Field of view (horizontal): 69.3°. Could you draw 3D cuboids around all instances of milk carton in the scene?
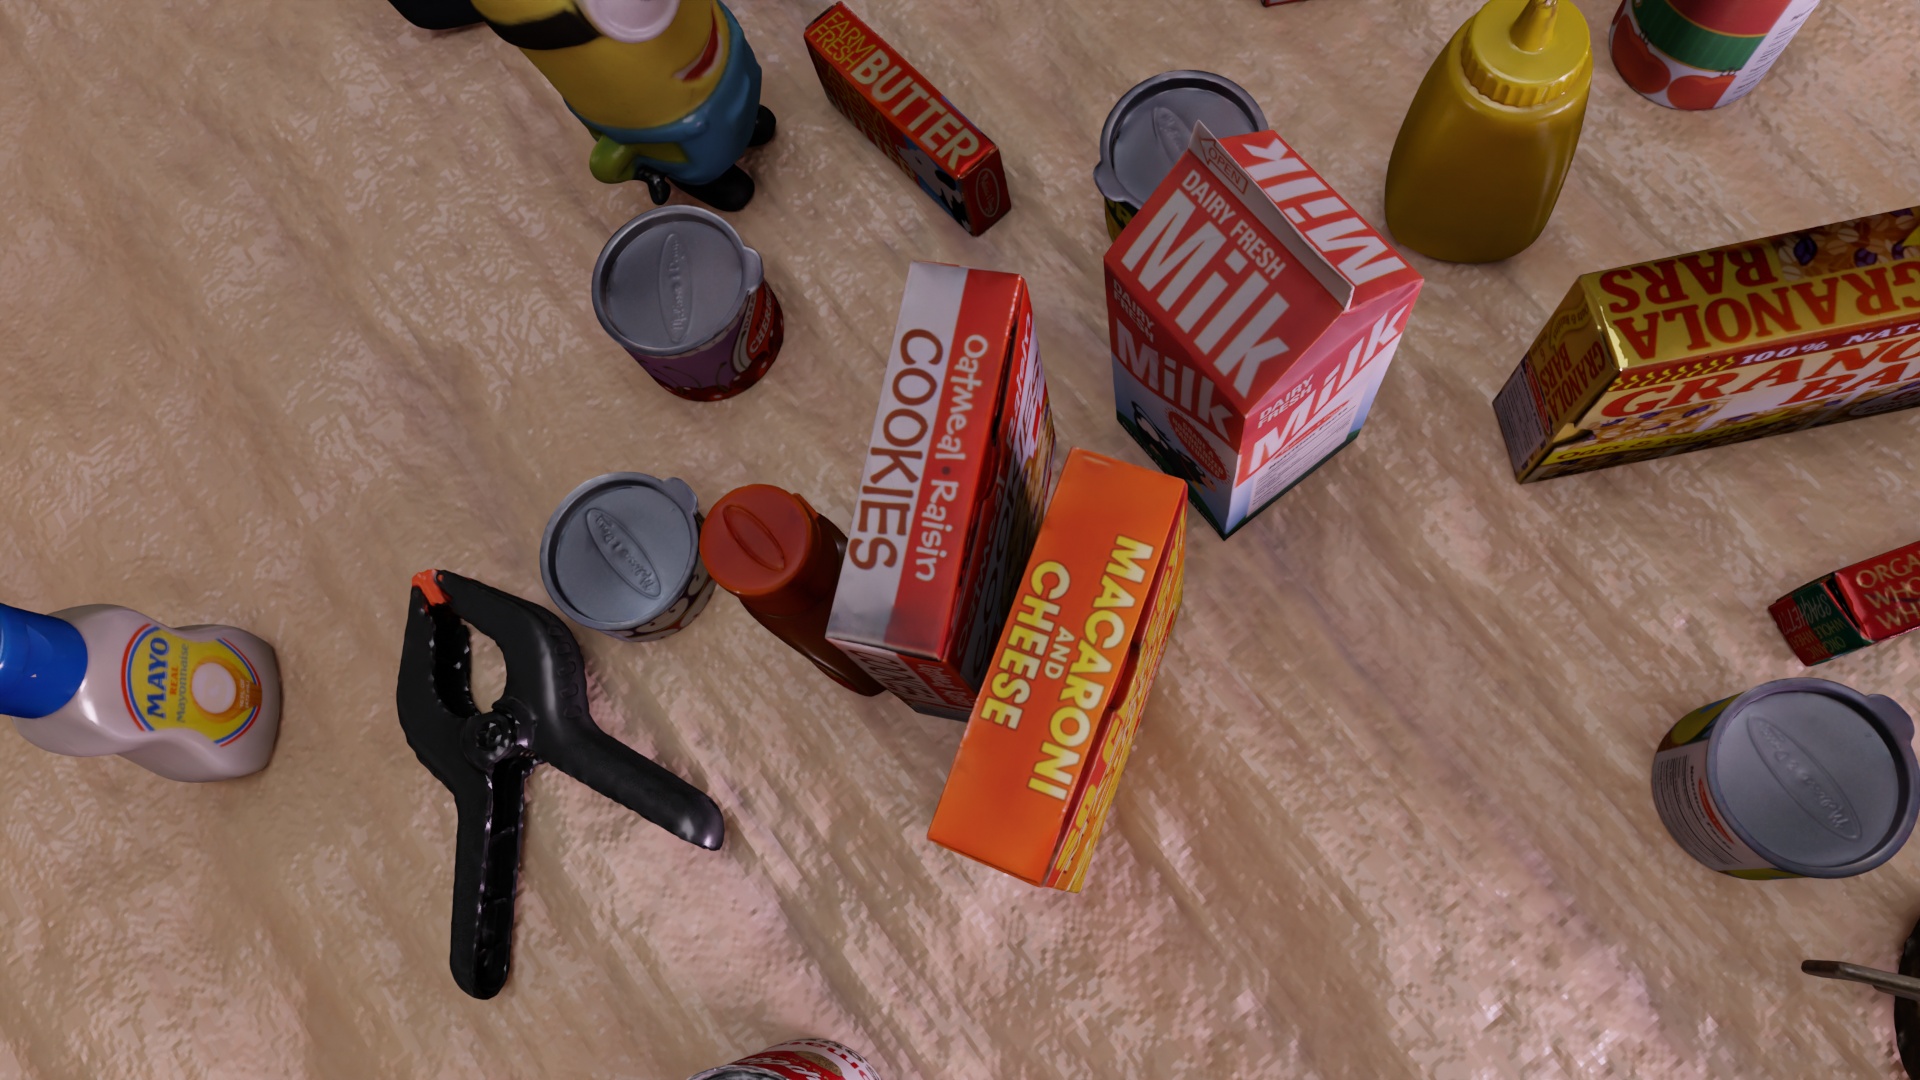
[{"bbox_3d":[0.100,-0.071,0.481,0.073,0.190,0.072,-38,74,-3],"label":"milk carton"}]

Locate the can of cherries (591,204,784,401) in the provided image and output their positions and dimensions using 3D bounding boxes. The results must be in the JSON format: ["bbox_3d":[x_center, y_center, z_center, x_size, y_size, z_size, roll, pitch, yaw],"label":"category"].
[{"bbox_3d":[-0.110,-0.098,0.584,0.071,0.058,0.071,-2,75,7],"label":"can of cherries"}]

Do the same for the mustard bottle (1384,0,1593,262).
[{"bbox_3d":[0.197,-0.155,0.506,0.065,0.160,0.049,12,78,11],"label":"mustard bottle"}]

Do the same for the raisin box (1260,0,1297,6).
[{"bbox_3d":[0.140,-0.296,0.571,0.040,0.123,0.086,-6,75,6],"label":"raisin box"}]

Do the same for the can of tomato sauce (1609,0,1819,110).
[{"bbox_3d":[0.302,-0.222,0.551,0.071,0.083,0.071,-2,75,7],"label":"can of tomato sauce"}]

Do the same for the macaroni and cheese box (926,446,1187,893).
[{"bbox_3d":[0.040,0.053,0.468,0.040,0.166,0.124,19,79,12],"label":"macaroni and cheese box"}]

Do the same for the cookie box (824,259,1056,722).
[{"bbox_3d":[0.002,-0.006,0.488,0.040,0.167,0.123,9,77,10],"label":"cookie box"}]

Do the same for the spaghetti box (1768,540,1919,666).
[{"bbox_3d":[0.421,-0.012,0.496,0.250,0.050,0.029,-20,74,2],"label":"spaghetti box"}]

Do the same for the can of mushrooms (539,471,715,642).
[{"bbox_3d":[-0.133,0.006,0.572,0.071,0.033,0.071,-2,75,7],"label":"can of mushrooms"}]

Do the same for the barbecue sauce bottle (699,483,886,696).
[{"bbox_3d":[-0.053,0.017,0.499,0.044,0.148,0.065,-42,74,-4],"label":"barbecue sauce bottle"}]

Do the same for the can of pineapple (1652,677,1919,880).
[{"bbox_3d":[0.286,0.084,0.483,0.071,0.057,0.071,-2,75,7],"label":"can of pineapple"}]

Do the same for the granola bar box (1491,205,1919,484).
[{"bbox_3d":[0.289,-0.069,0.490,0.165,0.124,0.039,-11,74,4],"label":"granola bar box"}]

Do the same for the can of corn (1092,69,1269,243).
[{"bbox_3d":[0.089,-0.147,0.572,0.071,0.058,0.071,-2,75,7],"label":"can of corn"}]

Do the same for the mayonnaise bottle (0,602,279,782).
[{"bbox_3d":[-0.318,0.054,0.524,0.041,0.148,0.065,-7,75,6],"label":"mayonnaise bottle"}]

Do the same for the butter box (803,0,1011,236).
[{"bbox_3d":[-0.023,-0.181,0.598,0.024,0.053,0.103,-42,74,-4],"label":"butter box"}]
